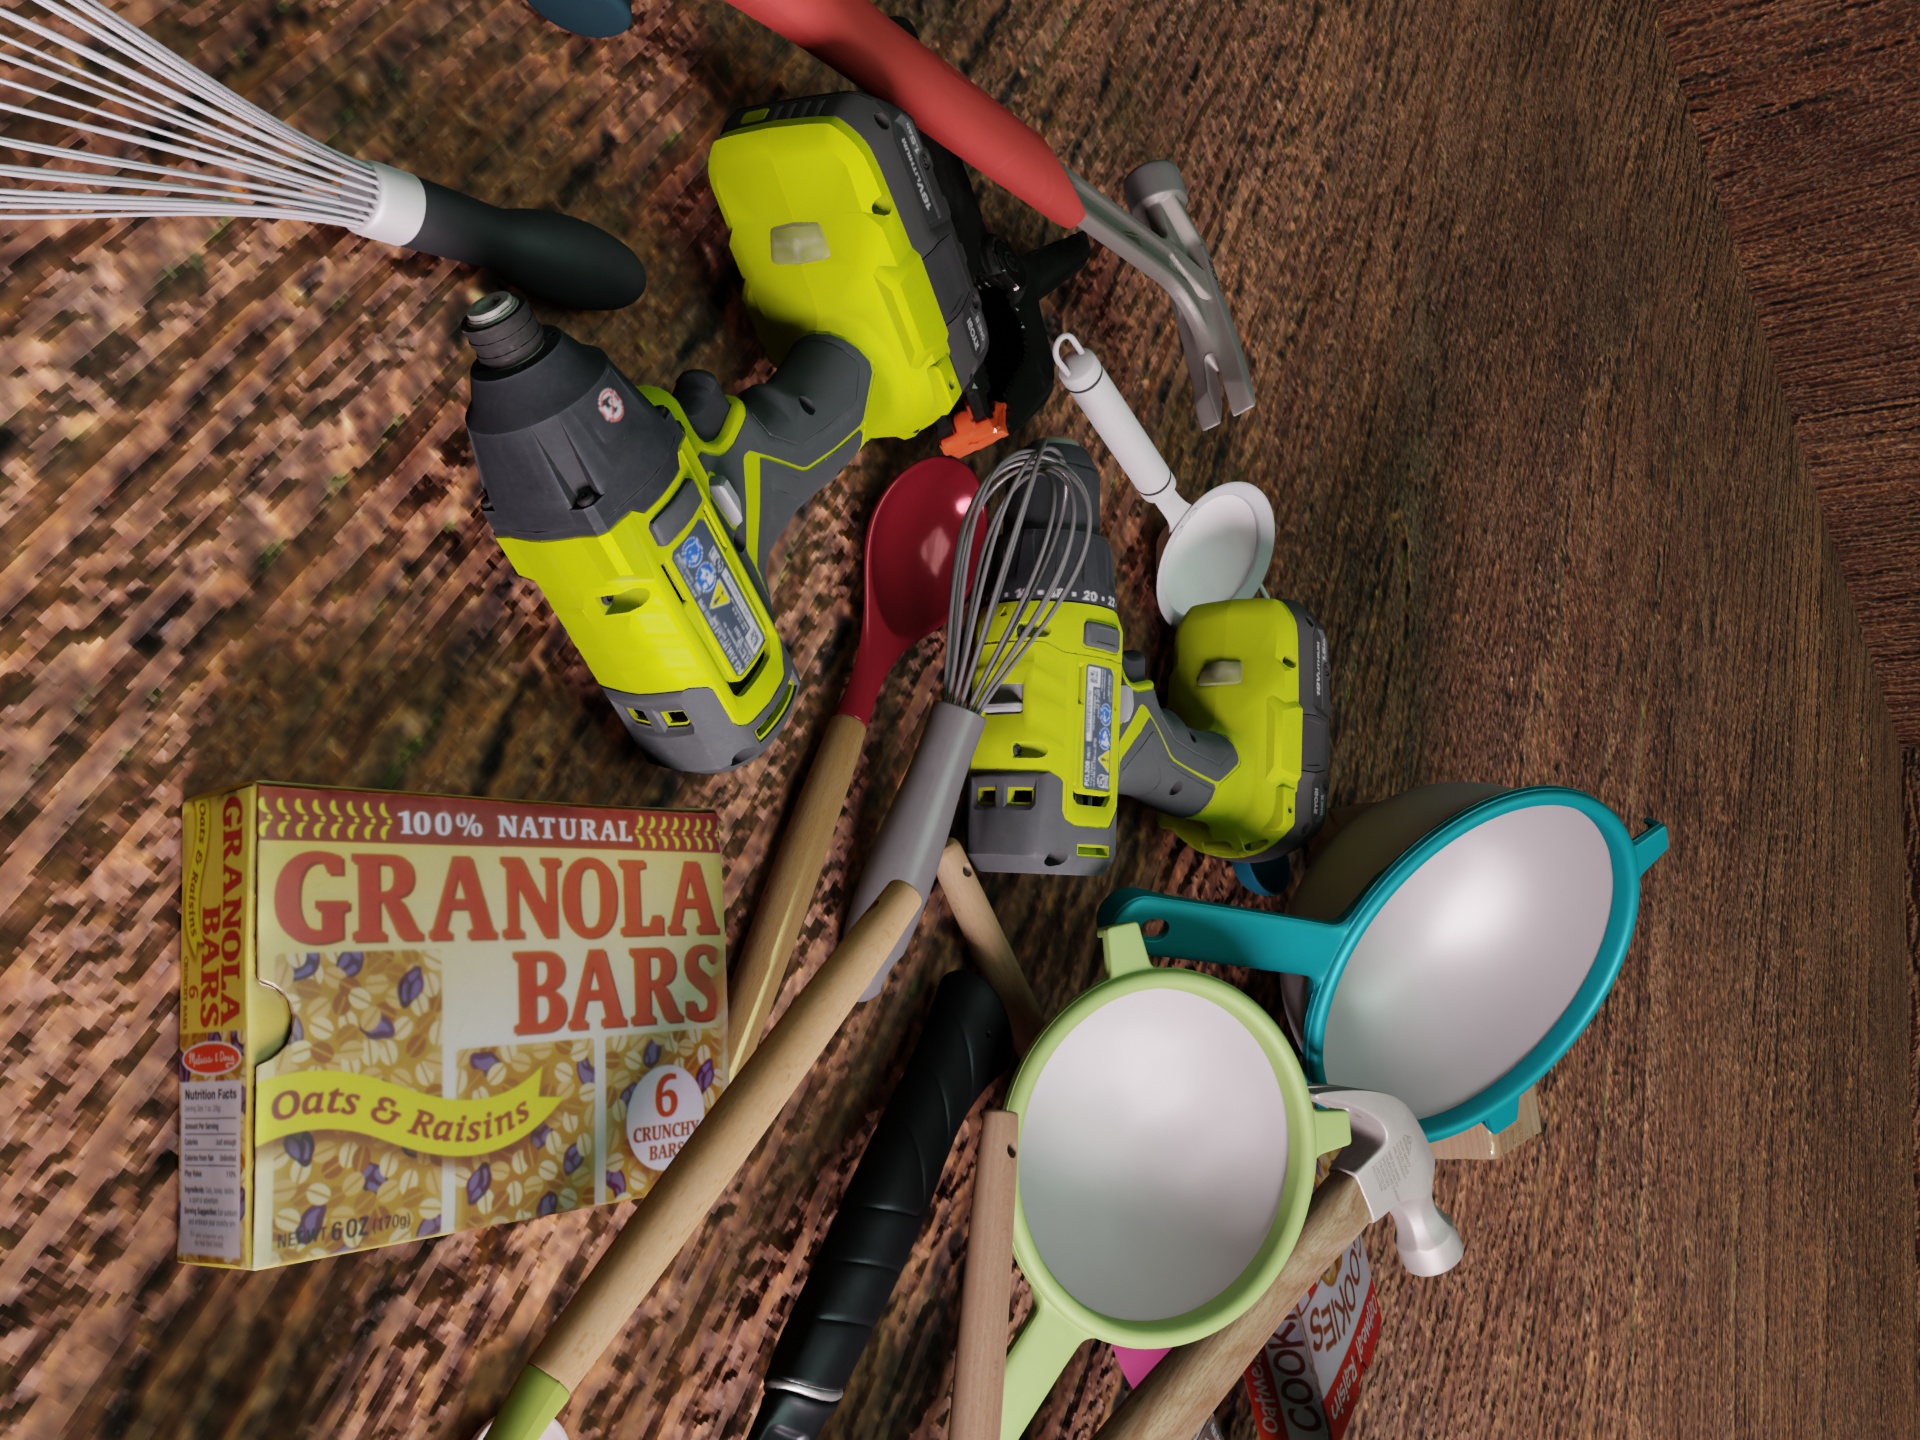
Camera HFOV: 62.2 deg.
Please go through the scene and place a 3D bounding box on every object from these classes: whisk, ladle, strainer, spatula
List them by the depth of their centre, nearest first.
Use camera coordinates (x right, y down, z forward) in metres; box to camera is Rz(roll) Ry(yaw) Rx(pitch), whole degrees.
[{"bbox_3d":[-0.106,0.152,0.442,0.062,0.078,0.320,48,53,-14],"label":"ladle"},{"bbox_3d":[-0.194,-0.159,0.457,0.284,0.070,0.070,-2,83,-57],"label":"whisk"},{"bbox_3d":[0.002,0.291,0.528,0.059,0.018,0.316,24,65,-48],"label":"spatula"},{"bbox_3d":[-0.050,0.023,0.619,0.069,0.031,0.316,47,49,-41],"label":"ladle"},{"bbox_3d":[-0.002,-0.002,0.635,0.055,0.055,0.239,29,78,-45],"label":"whisk"},{"bbox_3d":[0.041,0.219,0.653,0.151,0.069,0.256,42,71,-16],"label":"strainer"},{"bbox_3d":[0.189,0.099,0.799,0.340,0.095,0.211,12,109,-32],"label":"strainer"},{"bbox_3d":[0.101,-0.118,0.804,0.087,0.050,0.258,-52,143,-3],"label":"strainer"}]

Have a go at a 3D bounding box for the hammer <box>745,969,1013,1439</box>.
[{"bbox_3d":[-0.063,0.229,0.511,0.149,0.036,0.409,55,36,-20],"label":"hammer"}]

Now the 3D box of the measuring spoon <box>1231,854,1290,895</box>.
[{"bbox_3d":[0.147,0.038,0.882,0.042,0.021,0.128,-20,88,-50],"label":"measuring spoon"}]

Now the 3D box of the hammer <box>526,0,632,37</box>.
[{"bbox_3d":[-0.104,-0.393,0.644,0.128,0.033,0.331,42,51,-40],"label":"hammer"}]

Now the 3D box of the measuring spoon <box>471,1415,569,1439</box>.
[{"bbox_3d":[-0.161,0.238,0.438,0.124,0.018,0.034,-32,97,-44],"label":"measuring spoon"}]

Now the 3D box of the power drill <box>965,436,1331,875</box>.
[{"bbox_3d":[0.089,-0.020,0.757,0.228,0.080,0.190,10,81,-50],"label":"power drill"}]

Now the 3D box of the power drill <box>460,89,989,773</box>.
[{"bbox_3d":[-0.077,-0.117,0.556,0.223,0.080,0.171,-63,143,-37],"label":"power drill"}]

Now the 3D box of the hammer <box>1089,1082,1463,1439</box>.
[{"bbox_3d":[0.107,0.276,0.691,0.331,0.031,0.130,-33,105,-35],"label":"hammer"}]

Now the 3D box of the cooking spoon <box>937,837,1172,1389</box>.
[{"bbox_3d":[0.053,0.189,0.717,0.069,0.017,0.318,-45,118,-47],"label":"cooking spoon"}]

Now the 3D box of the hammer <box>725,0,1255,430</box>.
[{"bbox_3d":[0.023,-0.243,0.700,0.358,0.036,0.149,12,60,-53],"label":"hammer"}]
